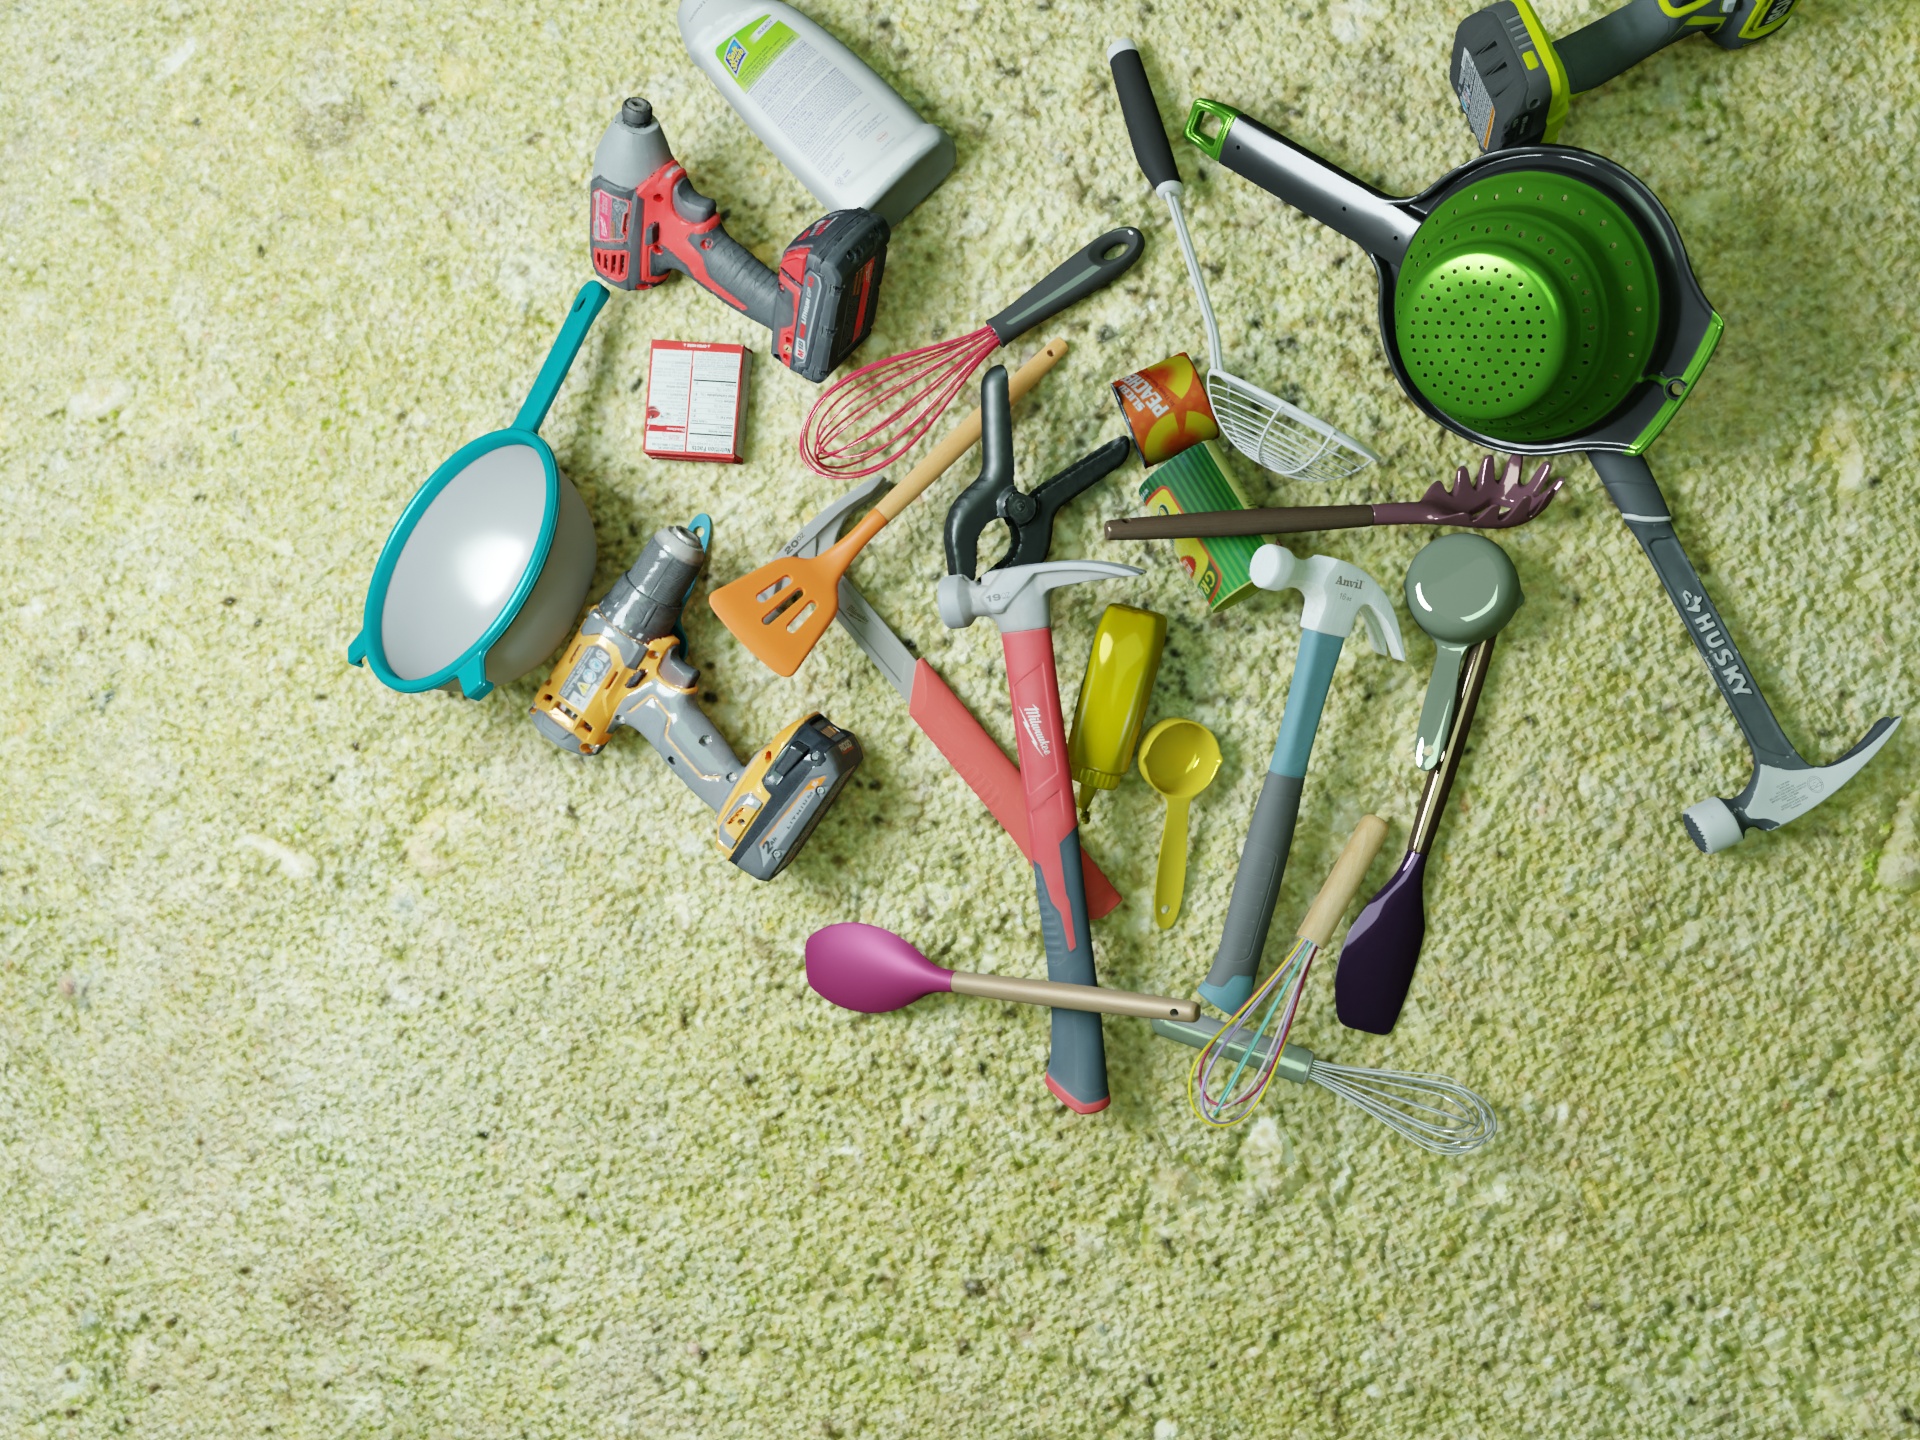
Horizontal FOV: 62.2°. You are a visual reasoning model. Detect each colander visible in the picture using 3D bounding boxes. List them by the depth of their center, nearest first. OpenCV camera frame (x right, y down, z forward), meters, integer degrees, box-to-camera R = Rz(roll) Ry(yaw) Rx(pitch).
[{"bbox_3d":[0.290,-0.305,1.050,0.397,0.094,0.204,38,134,20],"label":"colander"}]

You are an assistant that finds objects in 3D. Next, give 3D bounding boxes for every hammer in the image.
[{"bbox_3d":[0.482,-0.123,1.082,0.149,0.036,0.409,-26,85,8],"label":"hammer"},{"bbox_3d":[0.080,0.083,1.104,0.143,0.038,0.386,-6,97,17],"label":"hammer"},{"bbox_3d":[0.222,0.050,1.106,0.128,0.033,0.331,8,101,-27],"label":"hammer"},{"bbox_3d":[-0.002,-0.004,1.166,0.149,0.036,0.359,-41,83,8],"label":"hammer"}]

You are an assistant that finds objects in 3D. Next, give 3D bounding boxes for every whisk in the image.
[{"bbox_3d":[0.229,0.170,1.101,0.047,0.051,0.245,27,80,25],"label":"whisk"},{"bbox_3d":[0.252,0.246,1.118,0.246,0.058,0.059,17,126,14],"label":"whisk"},{"bbox_3d":[0.009,-0.269,1.155,0.296,0.073,0.073,-34,85,1],"label":"whisk"}]

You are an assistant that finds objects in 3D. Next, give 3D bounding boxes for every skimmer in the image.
[{"bbox_3d":[0.188,-0.327,1.098,0.090,0.127,0.363,-23,76,29],"label":"skimmer"}]

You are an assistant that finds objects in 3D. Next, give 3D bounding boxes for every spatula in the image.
[{"bbox_3d":[0.326,0.067,1.115,0.059,0.018,0.316,17,92,-14],"label":"spatula"},{"bbox_3d":[-0.039,-0.165,1.138,0.322,0.041,0.081,-44,90,-6],"label":"spatula"}]

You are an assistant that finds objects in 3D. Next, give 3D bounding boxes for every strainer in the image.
[{"bbox_3d":[-0.315,-0.161,1.190,0.211,0.095,0.340,12,74,43],"label":"strainer"}]

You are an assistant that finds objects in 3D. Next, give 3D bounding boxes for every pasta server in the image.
[{"bbox_3d":[0.252,-0.144,1.075,0.316,0.060,0.040,-4,128,-9],"label":"pasta server"}]

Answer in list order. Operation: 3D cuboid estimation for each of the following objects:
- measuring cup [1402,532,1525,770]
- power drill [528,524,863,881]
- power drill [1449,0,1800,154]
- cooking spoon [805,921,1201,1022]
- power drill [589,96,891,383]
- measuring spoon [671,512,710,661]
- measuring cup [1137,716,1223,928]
[{"bbox_3d":[0.334,-0.049,1.091,0.083,0.038,0.167,11,85,24],"label":"measuring cup"},{"bbox_3d":[-0.182,-0.015,1.157,0.226,0.084,0.185,36,105,4],"label":"power drill"},{"bbox_3d":[0.439,-0.455,1.014,0.228,0.190,0.080,-24,85,13],"label":"power drill"},{"bbox_3d":[0.018,0.186,1.118,0.319,0.017,0.069,1,98,31],"label":"cooking spoon"},{"bbox_3d":[-0.168,-0.348,1.144,0.220,0.143,0.079,27,50,9],"label":"power drill"},{"bbox_3d":[-0.213,-0.096,1.215,0.042,0.021,0.128,17,84,5],"label":"measuring spoon"},{"bbox_3d":[0.150,0.073,1.146,0.062,0.029,0.156,0,104,-16],"label":"measuring cup"}]
